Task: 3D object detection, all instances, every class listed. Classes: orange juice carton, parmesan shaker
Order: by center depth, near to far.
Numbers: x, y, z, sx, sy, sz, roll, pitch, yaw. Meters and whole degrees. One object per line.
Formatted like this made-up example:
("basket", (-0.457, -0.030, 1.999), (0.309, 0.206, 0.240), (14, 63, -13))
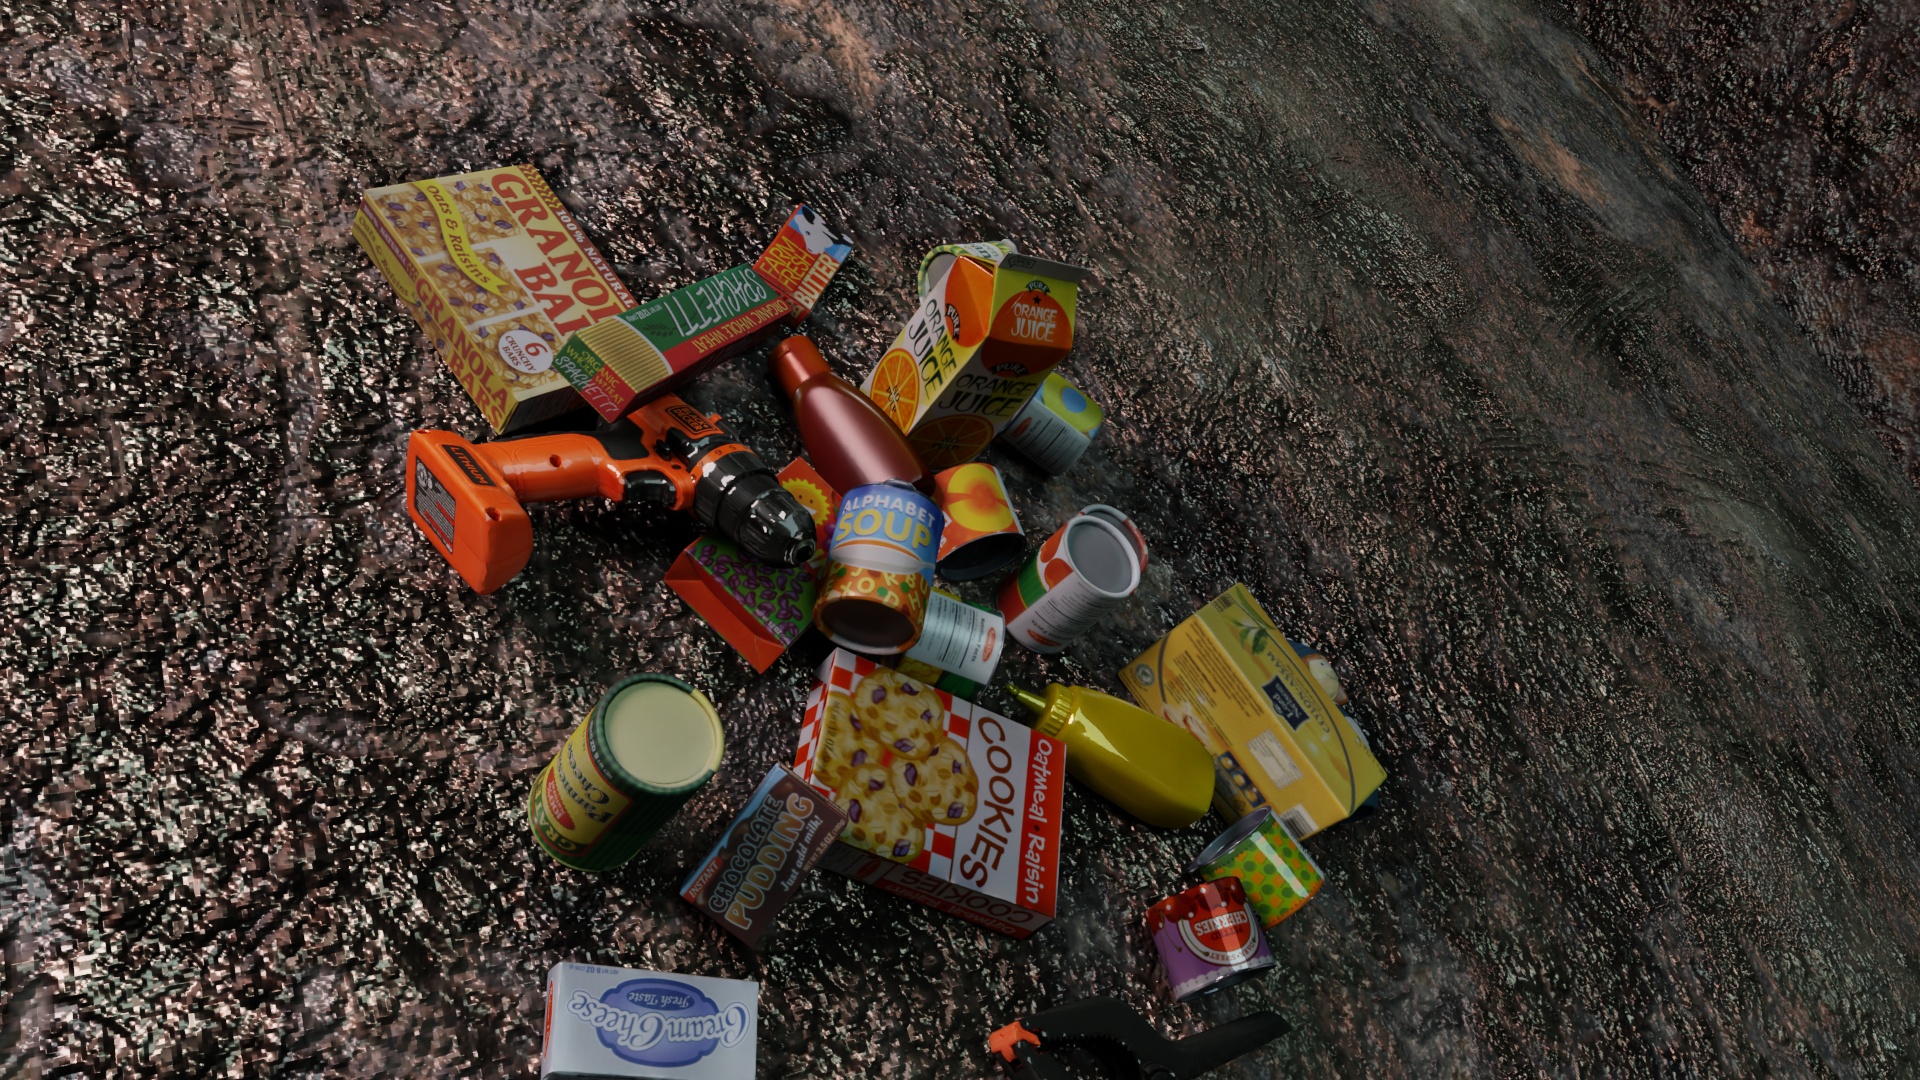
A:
("parmesan shaker", (-0.170, 0.115, 0.699), (0.071, 0.102, 0.071), (20, 48, -24))
("orange juice carton", (0.010, -0.130, 0.957), (0.072, 0.191, 0.073), (4, 56, -34))

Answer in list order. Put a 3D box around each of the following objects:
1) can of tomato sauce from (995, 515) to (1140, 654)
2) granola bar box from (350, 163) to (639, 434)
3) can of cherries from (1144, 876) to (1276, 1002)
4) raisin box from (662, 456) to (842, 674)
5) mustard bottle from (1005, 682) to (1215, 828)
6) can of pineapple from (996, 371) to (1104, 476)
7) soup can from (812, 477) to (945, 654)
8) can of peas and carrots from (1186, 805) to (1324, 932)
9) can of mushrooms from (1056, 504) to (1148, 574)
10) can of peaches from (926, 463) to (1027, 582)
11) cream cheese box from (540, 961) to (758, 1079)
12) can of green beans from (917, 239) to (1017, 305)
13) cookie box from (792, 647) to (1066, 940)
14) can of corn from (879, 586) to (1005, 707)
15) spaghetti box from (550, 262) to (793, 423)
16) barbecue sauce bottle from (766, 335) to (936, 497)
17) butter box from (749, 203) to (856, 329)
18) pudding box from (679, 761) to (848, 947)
("can of tomato sauce", (0.074, 0.029, 0.963), (0.071, 0.082, 0.071), (20, 49, -24))
("granola bar box", (-0.278, -0.155, 0.870), (0.165, 0.039, 0.125), (52, 43, 8))
("can of cherries", (0.156, 0.248, 0.867), (0.071, 0.071, 0.058), (1, 58, -37))
("raisin box", (-0.112, 0.012, 0.868), (0.086, 0.040, 0.124), (44, 42, 0))
("mustard bottle", (0.095, 0.133, 0.925), (0.160, 0.048, 0.066), (31, 44, -13))
("can of pineapple", (0.069, -0.092, 1.065), (0.058, 0.070, 0.071), (35, 44, -11))
("soup can", (-0.048, 0.016, 0.834), (0.071, 0.071, 0.084), (25, 53, -20))
("can of peas and carrots", (0.196, 0.221, 0.924), (0.059, 0.070, 0.071), (52, 43, 7))
("can of mushrooms", (0.106, 0.009, 1.039), (0.071, 0.033, 0.071), (21, 47, -24))
("can of peaches", (0.003, -0.012, 0.955), (0.071, 0.071, 0.058), (-1, 59, -38))
("cream cheese box", (-0.150, 0.239, 0.677), (0.104, 0.024, 0.053), (16, 52, -27))
("can of green beans", (0.008, -0.203, 1.104), (0.058, 0.071, 0.071), (-15, 68, -42))
("cookie box", (-0.018, 0.152, 0.833), (0.167, 0.040, 0.123), (25, 47, -19))
("can of corn", (-0.013, 0.067, 0.882), (0.058, 0.070, 0.071), (22, 48, -16))
("spaghetti box", (-0.174, -0.132, 0.883), (0.050, 0.028, 0.251), (45, 24, -4))
("barbecue sauce bottle", (-0.081, -0.076, 0.947), (0.149, 0.065, 0.043), (54, 7, 21))
("butter box", (-0.121, -0.206, 1.040), (0.053, 0.024, 0.104), (35, 44, -11))
("pudding box", (-0.103, 0.165, 0.734), (0.049, 0.030, 0.084), (39, 82, -3))
